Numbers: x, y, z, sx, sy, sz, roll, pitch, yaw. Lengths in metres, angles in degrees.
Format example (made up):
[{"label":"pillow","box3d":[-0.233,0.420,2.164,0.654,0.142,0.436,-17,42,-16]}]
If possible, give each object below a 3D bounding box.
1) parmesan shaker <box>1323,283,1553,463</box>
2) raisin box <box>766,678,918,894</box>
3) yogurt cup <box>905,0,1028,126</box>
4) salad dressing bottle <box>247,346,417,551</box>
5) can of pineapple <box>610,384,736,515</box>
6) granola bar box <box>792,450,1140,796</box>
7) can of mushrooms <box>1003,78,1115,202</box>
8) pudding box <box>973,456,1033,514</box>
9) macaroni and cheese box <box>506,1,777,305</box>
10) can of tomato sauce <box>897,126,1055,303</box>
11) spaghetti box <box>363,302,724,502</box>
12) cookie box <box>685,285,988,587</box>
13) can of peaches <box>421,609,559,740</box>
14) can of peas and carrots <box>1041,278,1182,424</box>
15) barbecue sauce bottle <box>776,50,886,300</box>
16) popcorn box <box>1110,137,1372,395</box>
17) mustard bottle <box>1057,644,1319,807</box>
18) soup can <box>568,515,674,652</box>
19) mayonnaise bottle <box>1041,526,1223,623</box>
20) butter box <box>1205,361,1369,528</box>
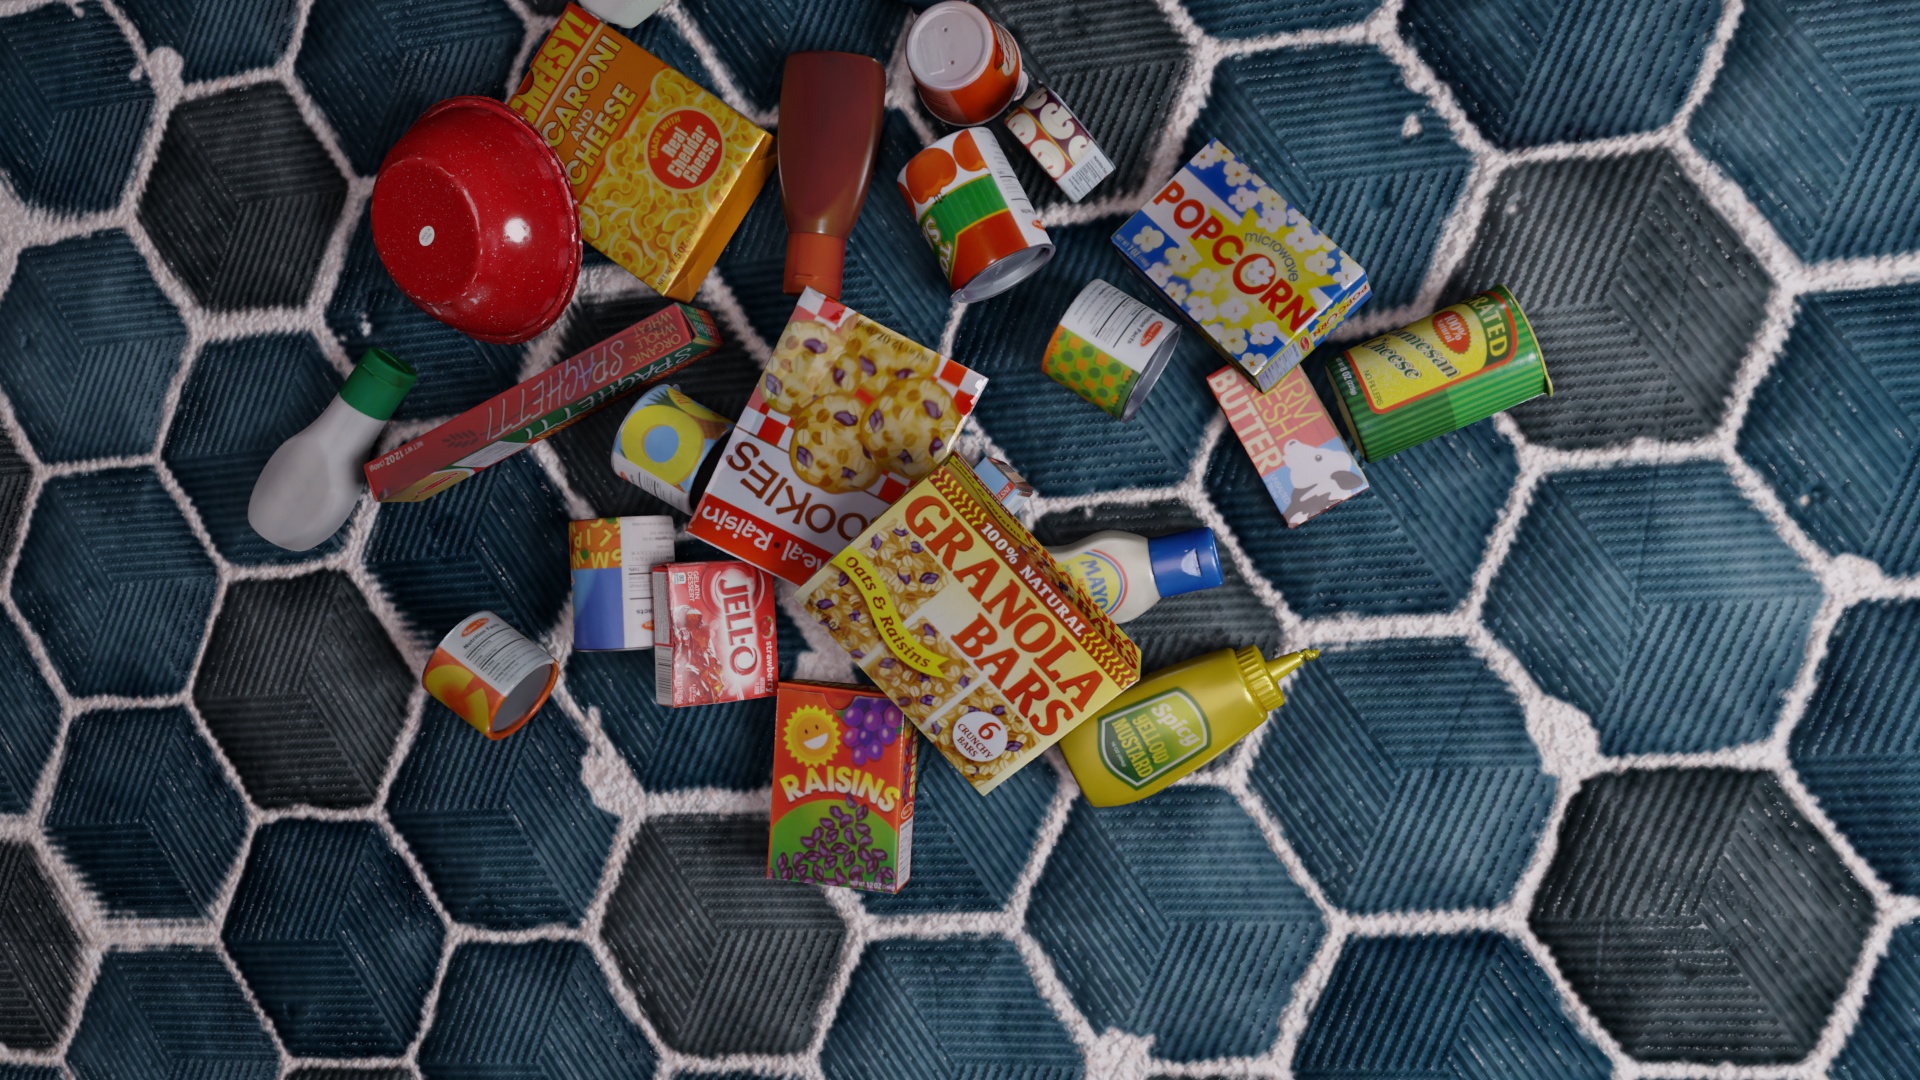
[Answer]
[{"label":"parmesan shaker","box3d":[0.264,-0.090,0.774,0.103,0.071,0.071,-23,86,12]},{"label":"raisin box","box3d":[-0.073,0.152,0.871,0.086,0.040,0.123,4,91,14]},{"label":"yogurt cup","box3d":[0.000,-0.291,0.842,0.072,0.054,0.072,0,91,14]},{"label":"salad dressing bottle","box3d":[-0.427,-0.063,0.949,0.064,0.044,0.147,39,98,12]},{"label":"can of pineapple","box3d":[-0.177,-0.058,0.880,0.058,0.071,0.071,29,97,11]},{"label":"granola bar box","box3d":[0.005,0.049,0.808,0.124,0.039,0.165,-40,97,19]},{"label":"can of mushrooms","box3d":[0.057,-0.237,0.823,0.033,0.071,0.071,-41,82,12]},{"label":"pudding box","box3d":[0.003,-0.011,0.846,0.030,0.050,0.083,45,100,10]},{"label":"macaroni and cheese box","box3d":[-0.215,-0.251,0.899,0.166,0.040,0.123,35,98,11]},{"label":"can of tomato sauce","box3d":[0.007,-0.194,0.835,0.071,0.071,0.083,-28,84,12]},{"label":"spaghetti box","box3d":[-0.273,-0.088,0.910,0.250,0.050,0.028,-25,87,12]},{"label":"cookie box","box3d":[-0.076,-0.054,0.852,0.123,0.040,0.167,27,97,-8]},{"label":"can of peaches","box3d":[-0.308,0.090,0.913,0.058,0.071,0.071,34,98,10]},{"label":"can of peas and carrots","box3d":[0.088,-0.110,0.819,0.059,0.071,0.071,33,98,11]},{"label":"barbecue sauce bottle","box3d":[-0.085,-0.226,0.868,0.065,0.044,0.148,7,93,11]},{"label":"popcorn box","box3d":[0.160,-0.159,0.800,0.085,0.038,0.127,-43,68,6]},{"label":"mustard bottle","box3d":[0.137,0.099,0.817,0.160,0.049,0.065,-30,88,12]},{"label":"soup can","box3d":[-0.218,0.027,0.890,0.071,0.071,0.083,-3,89,13]},{"label":"mayonnaise bottle","box3d":[0.080,0.024,0.832,0.148,0.041,0.064,-13,94,14]},{"label":"butter box","box3d":[0.191,-0.063,0.815,0.053,0.024,0.103,-30,84,11]}]
